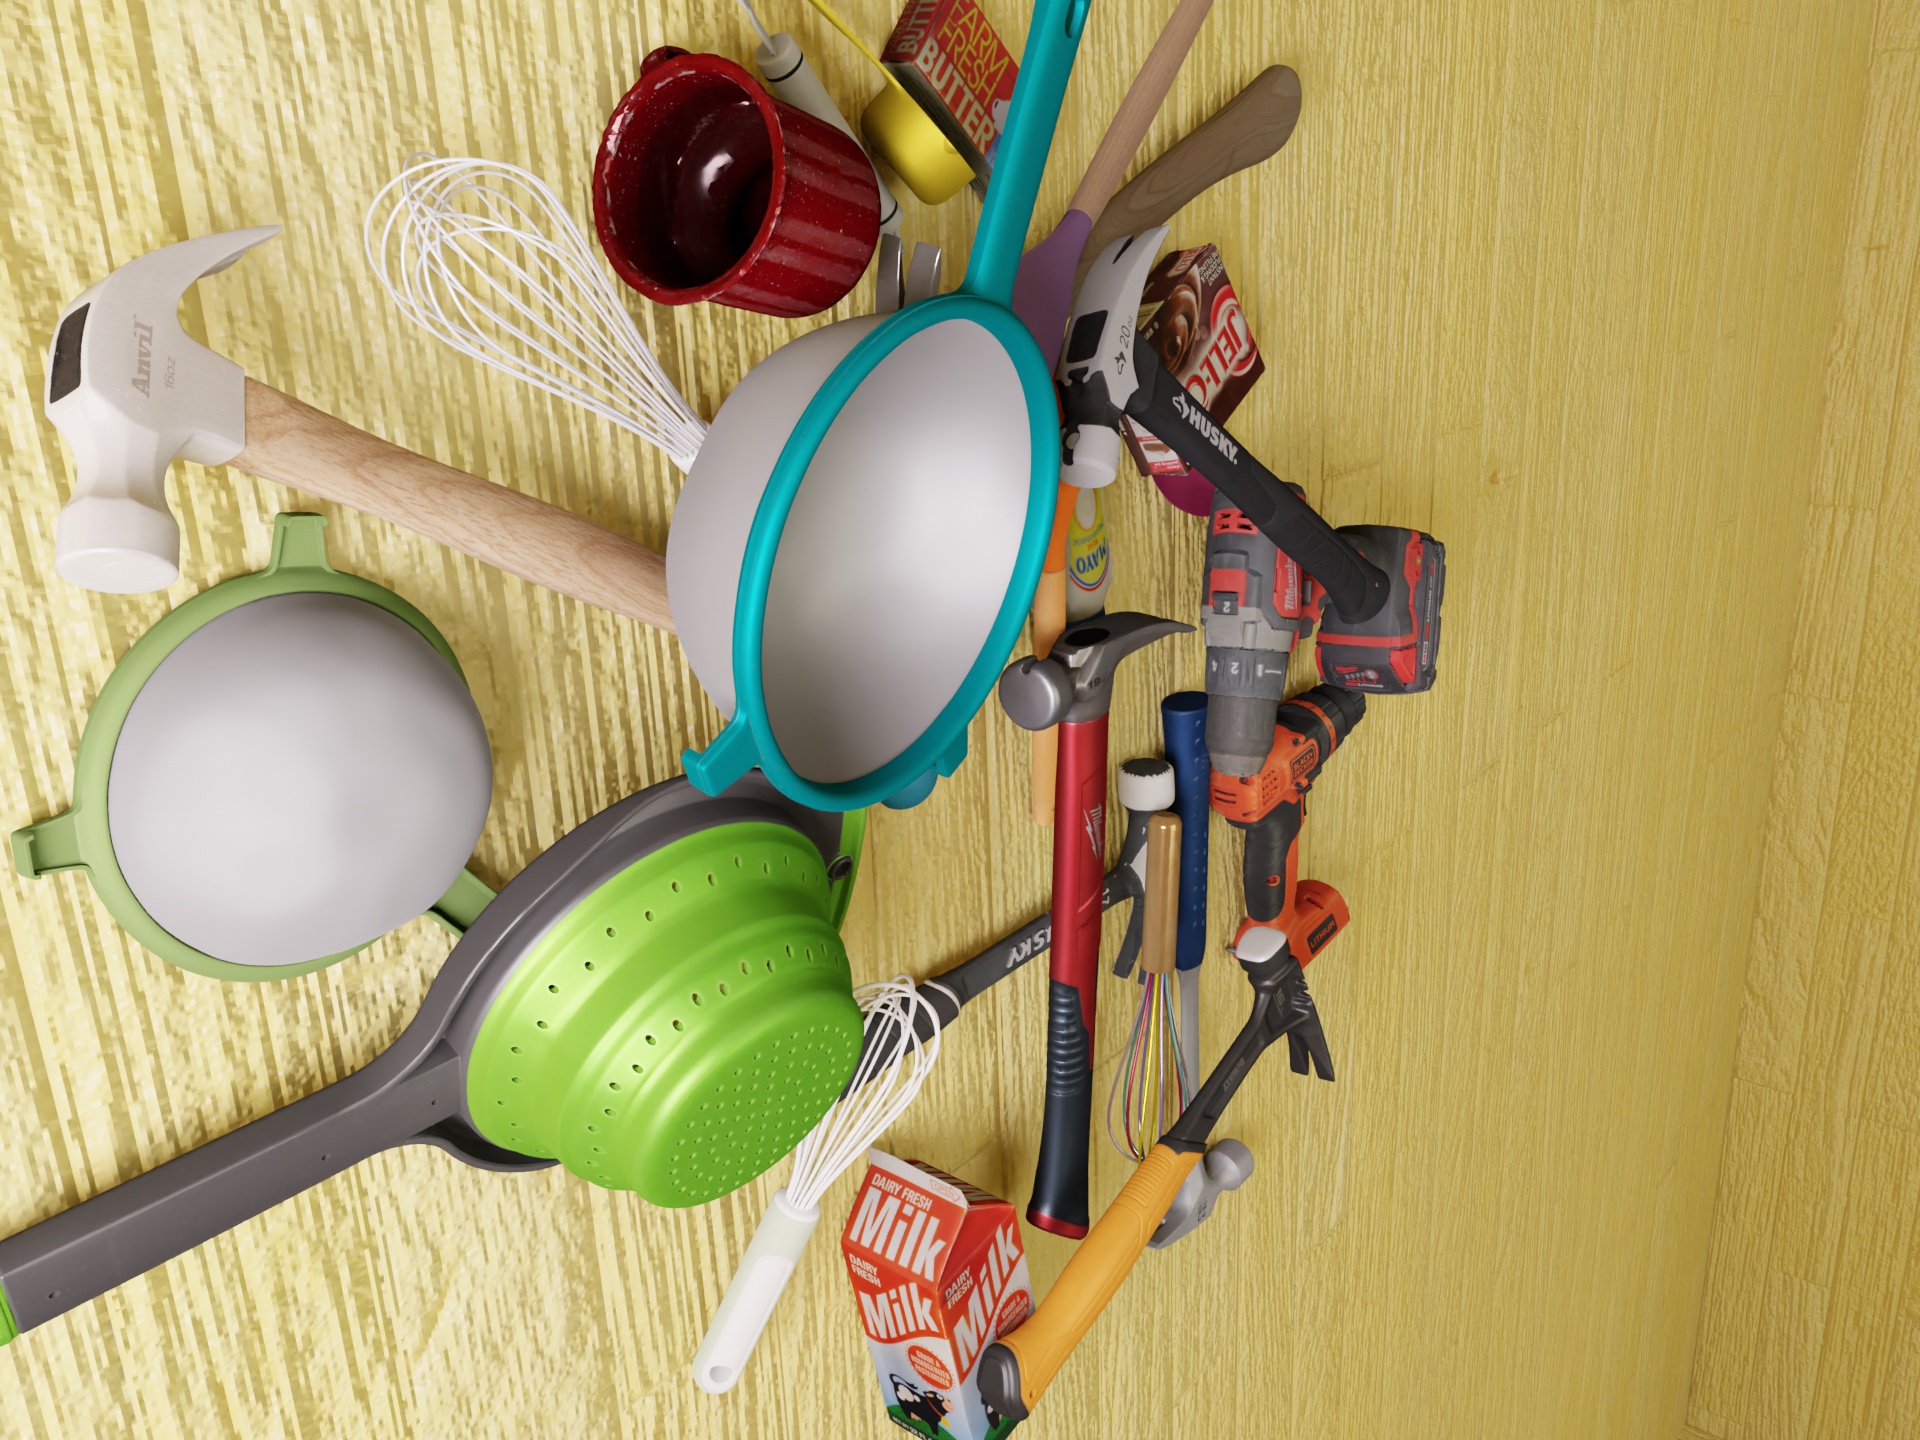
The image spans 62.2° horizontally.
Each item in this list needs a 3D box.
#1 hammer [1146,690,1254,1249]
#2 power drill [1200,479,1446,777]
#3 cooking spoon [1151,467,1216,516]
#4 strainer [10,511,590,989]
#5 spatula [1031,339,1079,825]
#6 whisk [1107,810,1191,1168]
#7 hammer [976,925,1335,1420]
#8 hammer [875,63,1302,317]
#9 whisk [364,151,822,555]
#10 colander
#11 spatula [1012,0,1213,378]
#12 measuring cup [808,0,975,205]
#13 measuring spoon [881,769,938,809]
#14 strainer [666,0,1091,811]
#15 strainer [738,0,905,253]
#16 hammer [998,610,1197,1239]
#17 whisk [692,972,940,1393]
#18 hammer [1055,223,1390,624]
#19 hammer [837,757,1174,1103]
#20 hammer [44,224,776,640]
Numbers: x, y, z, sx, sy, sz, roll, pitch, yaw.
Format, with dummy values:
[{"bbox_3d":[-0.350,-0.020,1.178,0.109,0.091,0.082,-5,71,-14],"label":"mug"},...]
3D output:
[{"bbox_3d":[0.156,0.179,1.098,0.144,0.035,0.405,-25,119,-46],"label":"hammer"},{"bbox_3d":[0.234,-0.057,1.060,0.226,0.080,0.188,2,93,-49],"label":"power drill"},{"bbox_3d":[0.205,-0.140,1.082,0.318,0.017,0.069,21,79,-52],"label":"cooking spoon"},{"bbox_3d":[-0.194,0.056,0.590,0.151,0.069,0.256,-59,137,-22],"label":"strainer"},{"bbox_3d":[0.040,-0.066,0.847,0.081,0.041,0.322,-47,148,-40],"label":"spatula"},{"bbox_3d":[0.124,0.177,0.999,0.047,0.051,0.245,-12,109,-43],"label":"whisk"},{"bbox_3d":[0.123,0.279,0.958,0.337,0.034,0.127,-44,123,-33],"label":"hammer"},{"bbox_3d":[0.086,-0.274,0.860,0.411,0.038,0.146,-48,148,-35],"label":"hammer"},{"bbox_3d":[-0.123,-0.127,0.643,0.284,0.070,0.070,41,68,-54],"label":"whisk"},{"bbox_3d":[-0.167,0.153,0.594,0.397,0.095,0.204,-24,142,-37],"label":"colander"},{"bbox_3d":[0.069,-0.262,0.778,0.059,0.018,0.316,47,62,-44],"label":"spatula"},{"bbox_3d":[-0.053,-0.288,0.702,0.029,0.062,0.156,-43,127,13],"label":"measuring cup"},{"bbox_3d":[-0.001,-0.003,0.856,0.129,0.021,0.042,-53,136,-27],"label":"measuring spoon"},{"bbox_3d":[-0.034,-0.137,0.638,0.211,0.095,0.340,-1,109,-61],"label":"strainer"},{"bbox_3d":[-0.081,-0.281,0.662,0.258,0.050,0.087,47,20,-53],"label":"strainer"},{"bbox_3d":[0.075,0.129,0.918,0.143,0.038,0.386,-25,124,-46],"label":"hammer"},{"bbox_3d":[-0.075,0.227,0.767,0.057,0.059,0.246,21,105,-18],"label":"whisk"},{"bbox_3d":[0.161,-0.138,0.890,0.334,0.035,0.146,28,66,-47],"label":"hammer"},{"bbox_3d":[0.001,0.152,0.896,0.409,0.036,0.149,-25,120,-45],"label":"hammer"},{"bbox_3d":[-0.171,-0.074,0.588,0.331,0.031,0.130,21,57,-58],"label":"hammer"}]
